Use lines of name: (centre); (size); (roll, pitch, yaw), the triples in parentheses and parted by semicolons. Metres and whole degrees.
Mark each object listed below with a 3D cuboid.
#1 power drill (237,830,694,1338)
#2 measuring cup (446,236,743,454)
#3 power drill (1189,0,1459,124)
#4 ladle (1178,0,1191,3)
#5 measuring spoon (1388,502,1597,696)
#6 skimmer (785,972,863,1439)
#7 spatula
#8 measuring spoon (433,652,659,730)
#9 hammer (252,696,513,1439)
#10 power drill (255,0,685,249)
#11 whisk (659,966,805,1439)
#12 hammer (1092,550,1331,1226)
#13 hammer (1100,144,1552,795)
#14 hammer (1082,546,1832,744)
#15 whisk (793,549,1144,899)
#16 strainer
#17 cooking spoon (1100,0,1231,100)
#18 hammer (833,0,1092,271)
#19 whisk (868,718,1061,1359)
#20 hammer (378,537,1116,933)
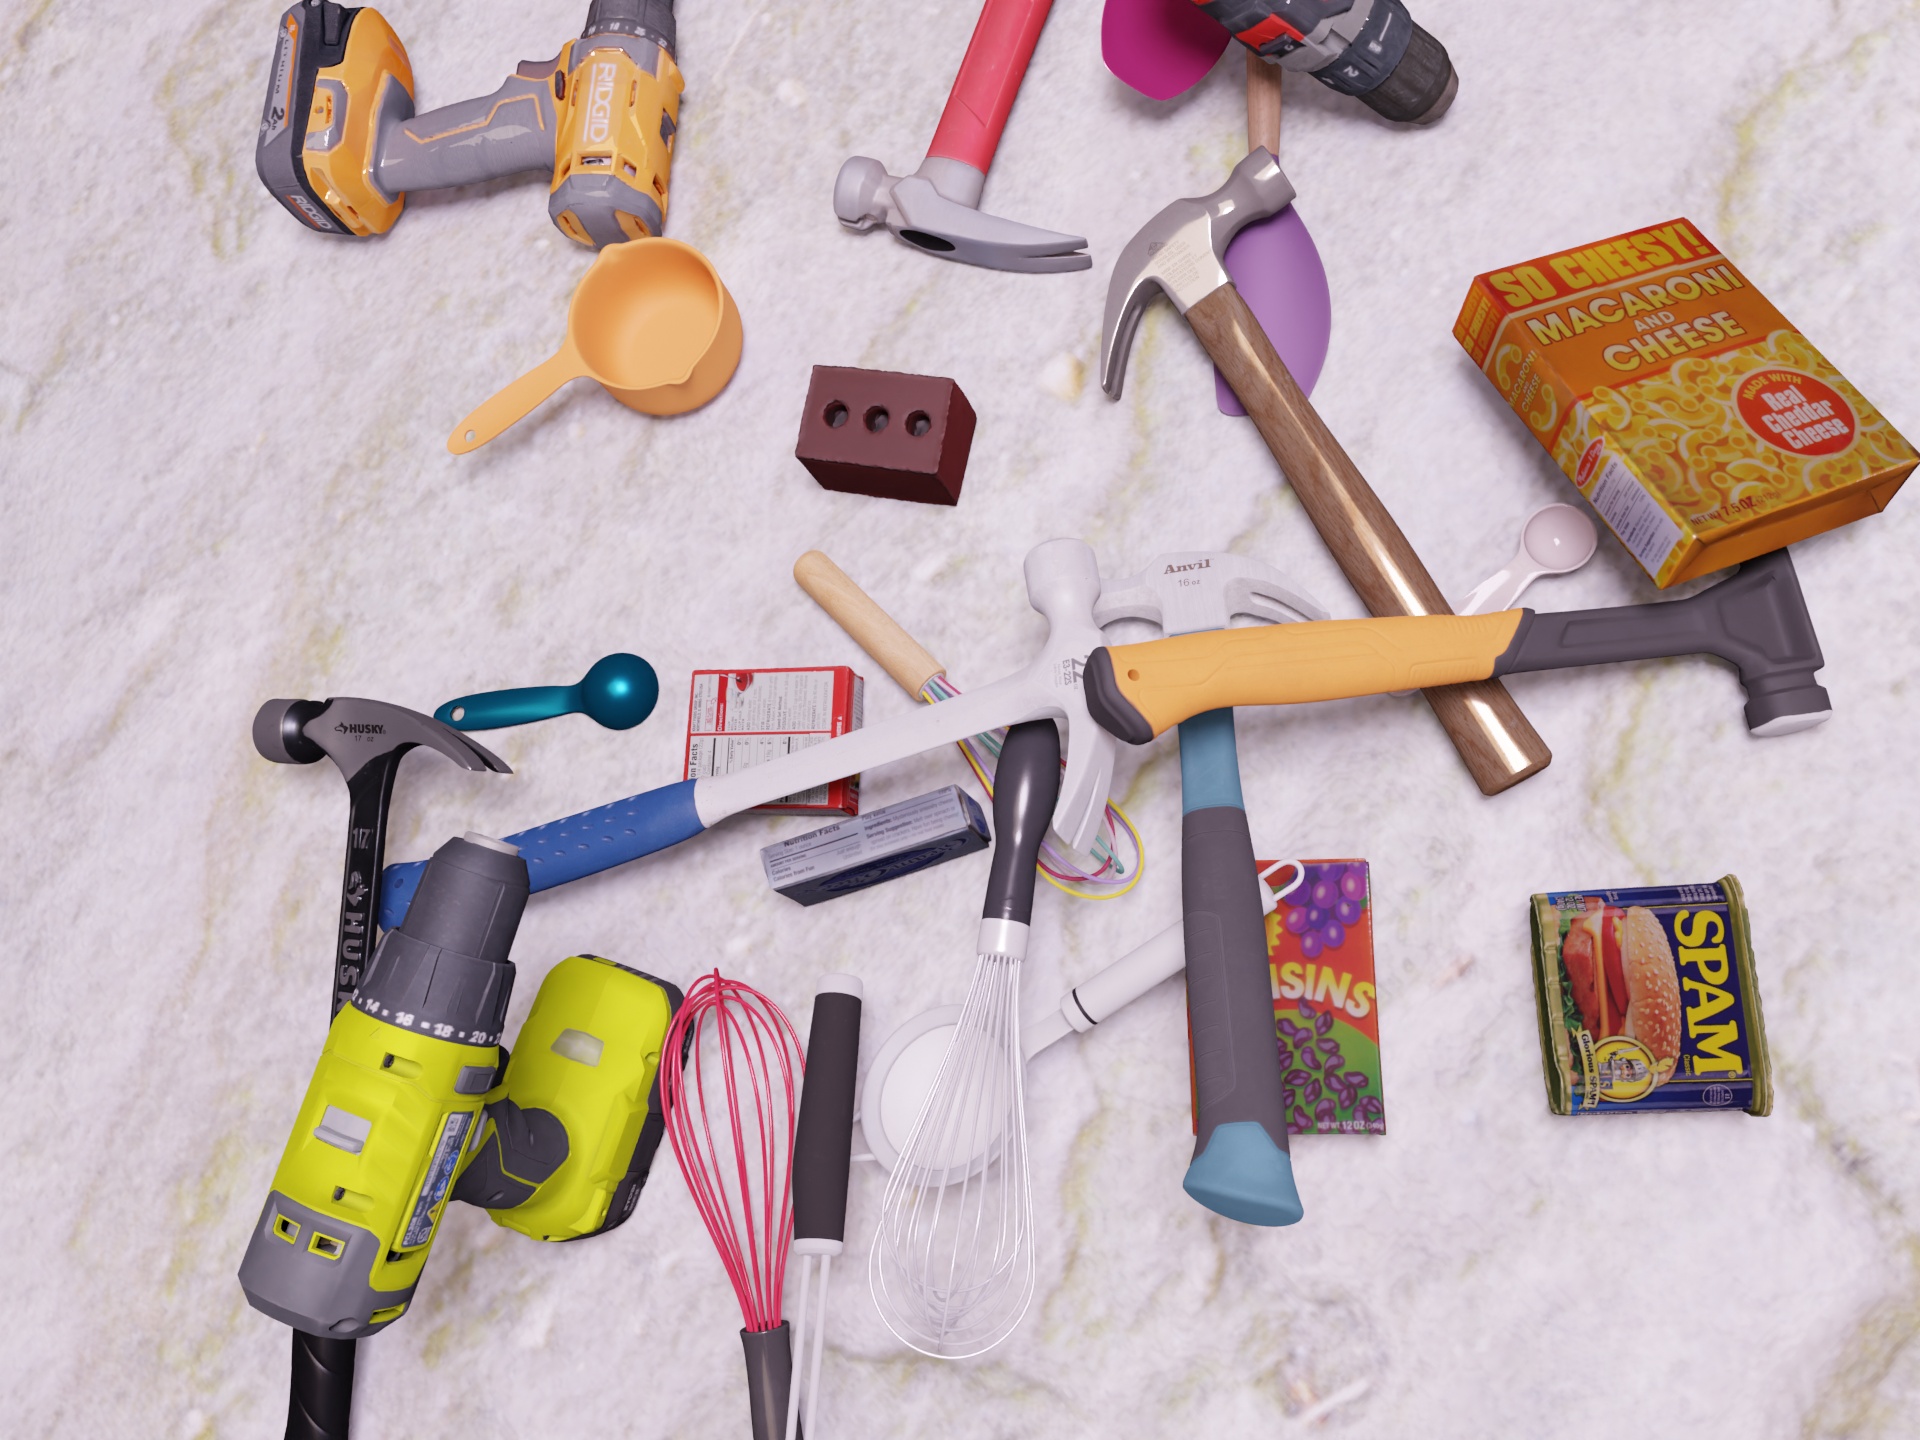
power drill: (-0.200, 0.153, 0.697); (0.080, 0.228, 0.190); (16, 82, 15)
measuring cup: (-0.197, -0.187, 0.866); (0.173, 0.052, 0.095); (-33, 73, 5)
power drill: (0.190, -0.423, 0.783); (0.080, 0.187, 0.227); (-1, 73, 57)
ladle: (0.219, -0.490, 0.859); (0.315, 0.031, 0.069); (-41, 80, -1)
measuring spoon: (0.252, -0.055, 0.764); (0.124, 0.018, 0.034); (-43, 71, 7)
skimmer: (-0.054, 0.296, 0.689); (0.127, 0.090, 0.364); (-9, 61, 24)
spatula: (0.158, -0.313, 0.814); (0.060, 0.018, 0.316); (-1, 88, 10)
measuring spoon: (-0.225, -0.012, 0.846); (0.128, 0.021, 0.042); (-8, 76, 9)
hammer: (-0.301, 0.192, 0.784); (0.149, 0.036, 0.409); (1, 86, 26)
power drill: (-0.268, -0.363, 0.907); (0.226, 0.084, 0.185); (3, 78, 8)
whisk: (-0.094, 0.263, 0.743); (0.073, 0.073, 0.296); (-10, 81, 9)
hammer: (0.110, 0.054, 0.690); (0.128, 0.033, 0.331); (-8, 52, 13)
hammer: (0.176, -0.111, 0.767); (0.130, 0.031, 0.331); (-33, 75, 18)
hammer: (0.215, -0.039, 0.694); (0.337, 0.034, 0.127); (-7, 75, -12)
whisk: (-0.003, -0.002, 0.789); (0.047, 0.051, 0.245); (-47, 70, 5)
strainer: (0.049, 0.139, 0.727); (0.258, 0.050, 0.087); (-36, 49, 14)
cooking spoon: (0.159, -0.466, 0.837); (0.068, 0.017, 0.319); (28, 83, -10)
hammer: (0.061, -0.431, 0.872); (0.143, 0.038, 0.386); (18, 82, 14)
whisk: (0.015, 0.128, 0.696); (0.070, 0.070, 0.285); (6, 72, 13)
hammer: (-0.114, 0.041, 0.758); (0.405, 0.035, 0.144); (-18, 58, 20)
